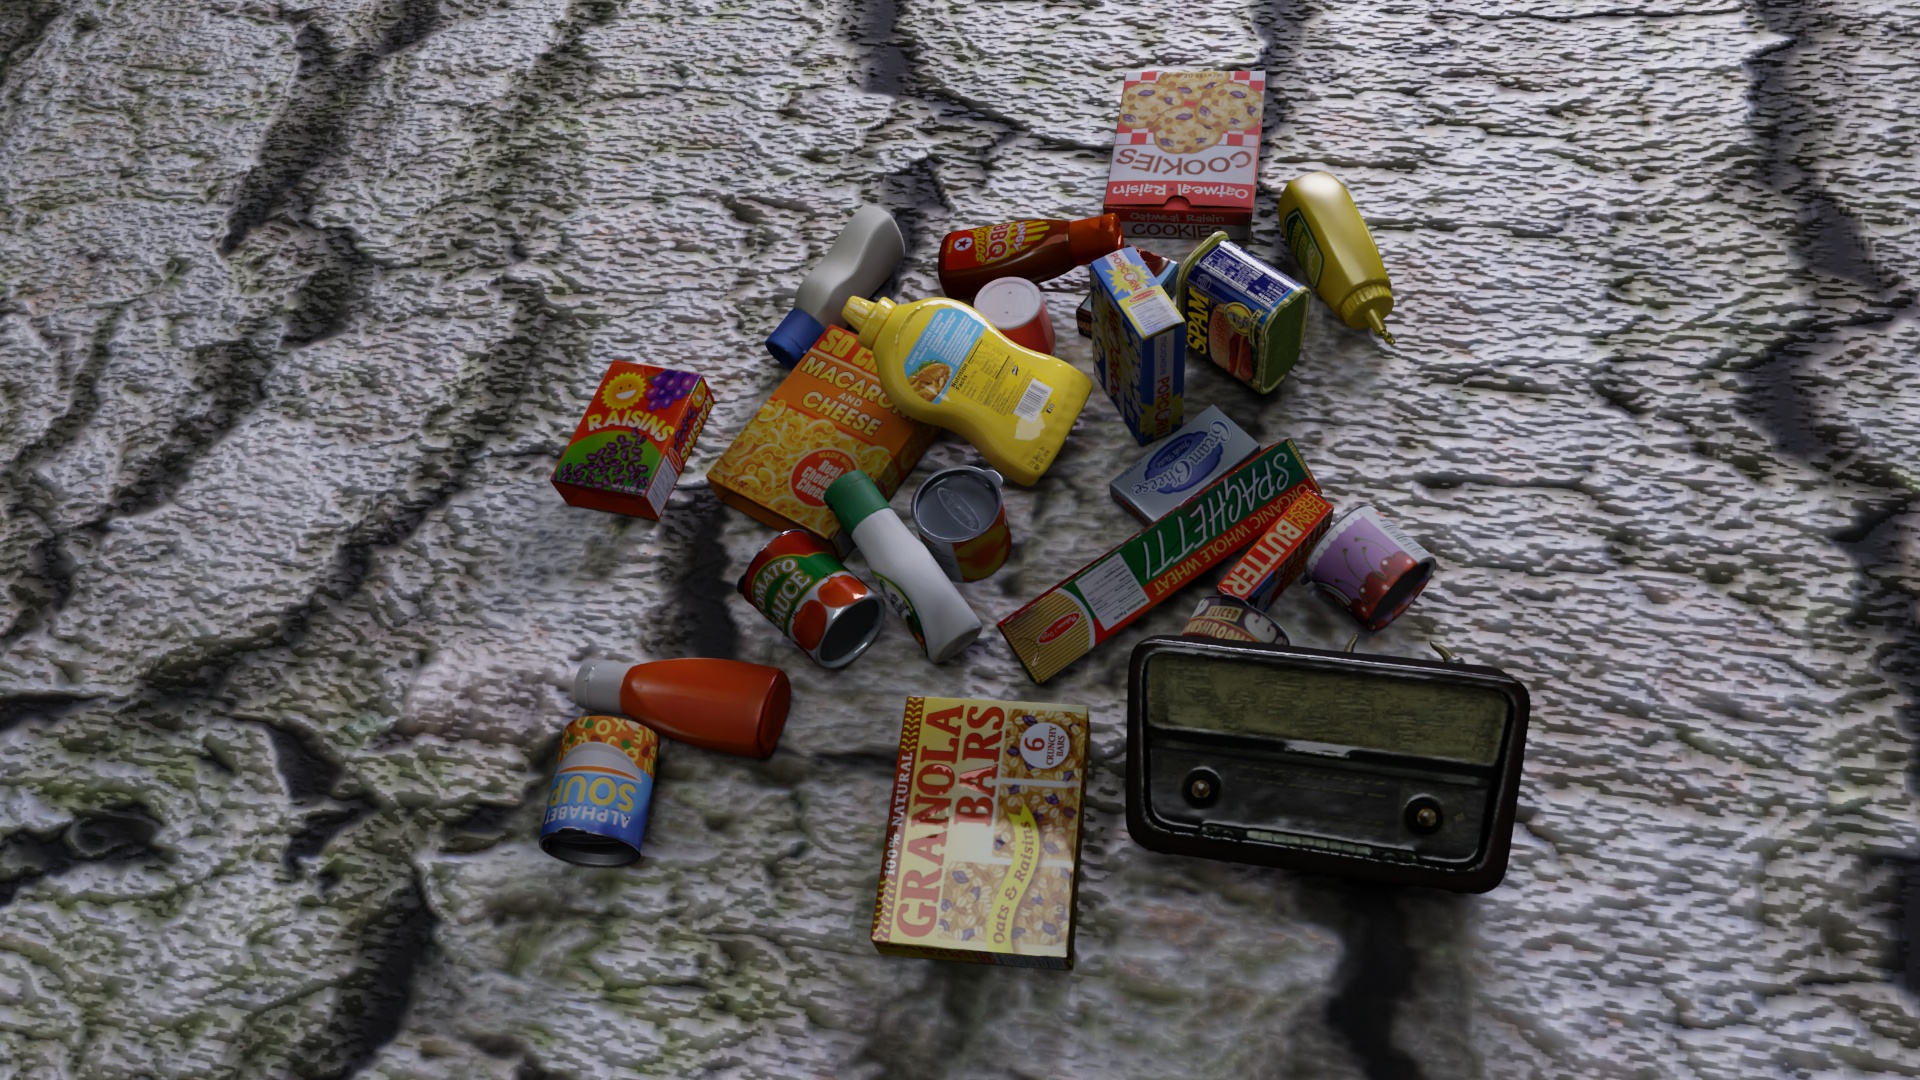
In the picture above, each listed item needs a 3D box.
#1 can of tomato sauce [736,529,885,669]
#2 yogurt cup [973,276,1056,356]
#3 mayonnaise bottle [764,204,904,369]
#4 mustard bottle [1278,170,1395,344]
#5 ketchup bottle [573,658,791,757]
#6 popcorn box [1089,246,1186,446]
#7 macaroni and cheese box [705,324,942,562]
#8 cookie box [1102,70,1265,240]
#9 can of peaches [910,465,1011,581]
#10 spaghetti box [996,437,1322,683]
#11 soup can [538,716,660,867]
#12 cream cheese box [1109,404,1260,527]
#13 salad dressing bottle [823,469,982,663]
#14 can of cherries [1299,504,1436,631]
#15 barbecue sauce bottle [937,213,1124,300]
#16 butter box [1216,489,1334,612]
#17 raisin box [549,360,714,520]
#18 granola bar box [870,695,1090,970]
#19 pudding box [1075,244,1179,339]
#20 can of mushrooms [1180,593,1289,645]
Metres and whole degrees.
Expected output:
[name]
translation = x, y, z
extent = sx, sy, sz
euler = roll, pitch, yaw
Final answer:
[can of tomato sauce]
translation = -0.106, 0.042, 0.990
extent = 0.071, 0.071, 0.083
euler = -43, 61, -16
[yogurt cup]
translation = 0.041, -0.173, 1.109
extent = 0.072, 0.053, 0.073
euler = -4, 58, 7
[mayonnaise bottle]
translation = -0.104, -0.207, 1.154
extent = 0.041, 0.064, 0.148
euler = 28, 70, 24
[mustard bottle]
translation = 0.299, -0.215, 1.084
extent = 0.049, 0.065, 0.161
euler = -17, 60, -5
[ketchup bottle]
translation = -0.198, 0.111, 0.978
extent = 0.149, 0.043, 0.065
euler = 7, 59, 15
[popcorn box]
translation = 0.131, -0.143, 1.031
extent = 0.038, 0.126, 0.085
euler = -23, 57, -8
[macaroni and cheese box]
translation = -0.098, -0.079, 1.082
extent = 0.124, 0.040, 0.167
euler = 26, 66, 22
[cookie box]
translation = 0.194, -0.333, 1.191
extent = 0.123, 0.040, 0.168
euler = 4, 59, 13
[can of peaches]
translation = 0.004, -0.013, 1.012
extent = 0.071, 0.057, 0.071
euler = -5, 57, 7
[spaghetti box]
translation = 0.141, 0.013, 0.975
extent = 0.250, 0.028, 0.050
euler = -33, 92, -11
[soup can]
translation = -0.242, 0.168, 0.933
extent = 0.071, 0.071, 0.084
euler = -2, 58, 9
[cream cheese box]
translation = 0.167, -0.051, 1.027
extent = 0.104, 0.024, 0.053
euler = -37, 60, -13
[salad dressing bottle]
translation = -0.043, 0.016, 0.986
extent = 0.044, 0.064, 0.148
euler = -33, 72, -11
[can of cherries]
translation = 0.275, 0.021, 0.938
extent = 0.071, 0.071, 0.058
euler = -37, 60, -13
[barbecue sauce bottle]
translation = 0.058, -0.236, 1.136
extent = 0.148, 0.043, 0.065
euler = -6, 49, 20
[butter box]
translation = 0.216, 0.016, 0.958
extent = 0.024, 0.053, 0.104
euler = 37, 71, 26
[raisin box]
translation = -0.262, -0.082, 1.115
extent = 0.086, 0.040, 0.124
euler = 10, 60, 17
[granola bar box]
translation = 0.016, 0.186, 0.895
extent = 0.124, 0.039, 0.166
euler = 2, 59, 11
[pudding box]
translation = 0.136, -0.195, 1.120
extent = 0.050, 0.030, 0.084
euler = 26, 66, 25
[can of mushrooms]
translation = 0.180, 0.067, 0.921
extent = 0.071, 0.070, 0.033
euler = 25, 67, 23
